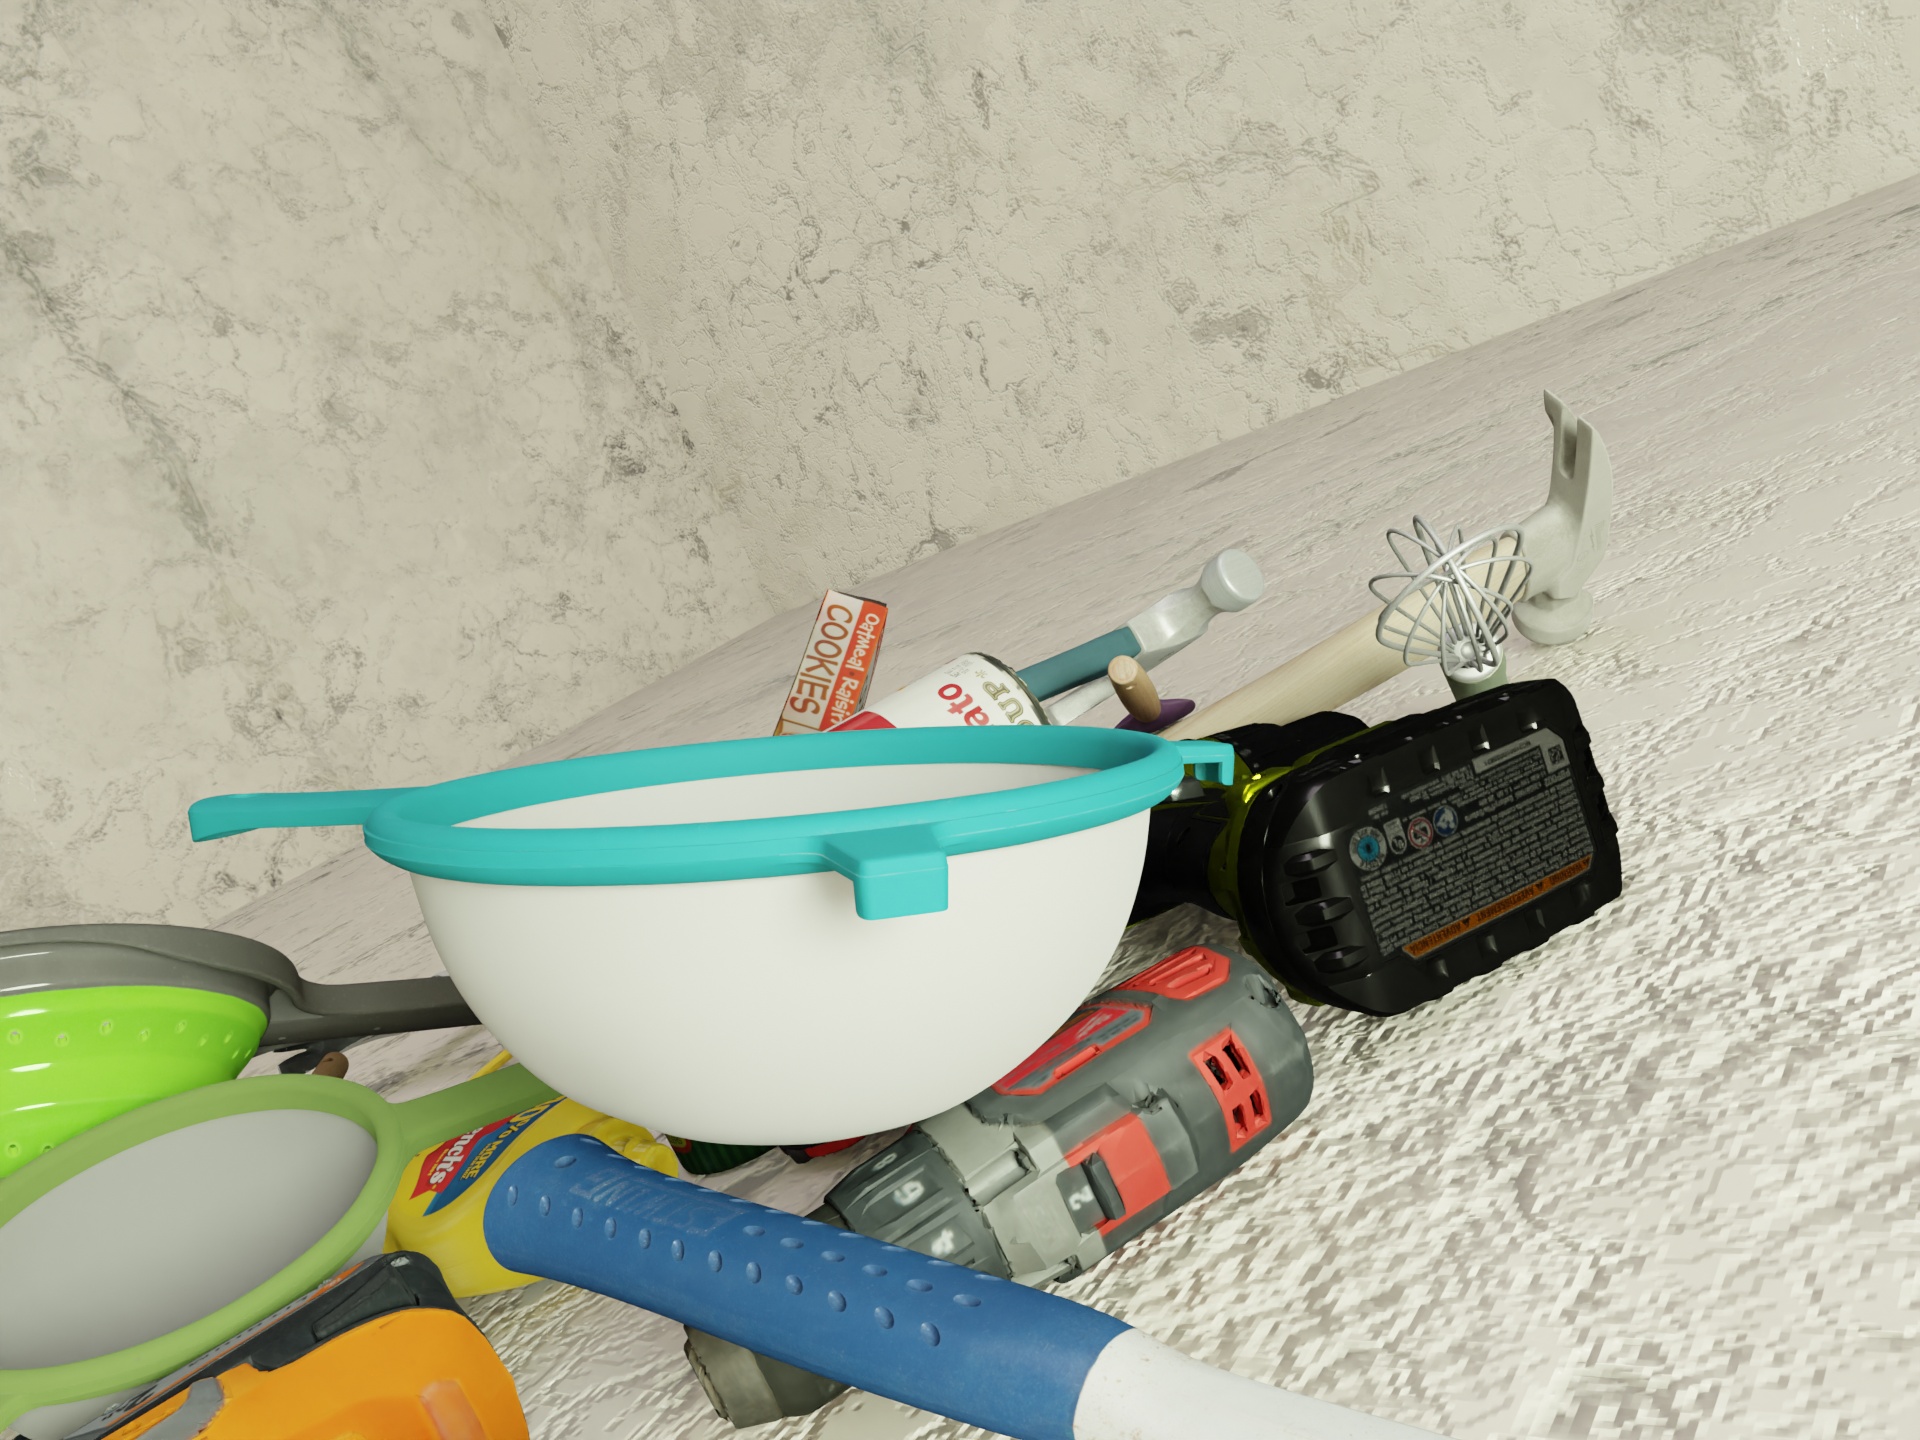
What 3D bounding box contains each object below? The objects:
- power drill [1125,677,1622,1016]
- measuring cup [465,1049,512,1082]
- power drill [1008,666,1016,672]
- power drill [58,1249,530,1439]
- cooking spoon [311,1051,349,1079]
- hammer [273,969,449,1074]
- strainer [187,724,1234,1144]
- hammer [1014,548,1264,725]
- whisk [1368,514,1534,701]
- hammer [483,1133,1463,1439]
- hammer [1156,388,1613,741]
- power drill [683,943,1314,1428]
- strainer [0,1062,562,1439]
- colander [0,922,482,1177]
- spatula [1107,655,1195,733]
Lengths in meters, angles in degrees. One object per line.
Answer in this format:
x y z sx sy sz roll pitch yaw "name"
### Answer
0.126 0.038 0.593 0.190 0.080 0.228 -21 5 -22 "power drill"
-0.216 0.173 0.889 0.156 0.029 0.062 -37 8 -3 "measuring cup"
-0.001 0.046 0.869 0.143 0.078 0.220 -24 13 9 "power drill"
-0.126 0.200 0.358 0.164 0.084 0.226 -27 14 -27 "power drill"
-0.312 0.215 0.687 0.068 0.017 0.319 -11 14 -4 "cooking spoon"
-0.222 0.125 0.864 0.409 0.036 0.149 -24 -5 36 "hammer"
-0.100 0.060 0.456 0.340 0.095 0.211 -3 5 28 "strainer"
-0.001 -0.002 0.732 0.331 0.033 0.128 -23 -10 -39 "hammer"
0.197 -0.029 0.616 0.059 0.058 0.246 -38 -21 11 "whisk"
0.033 0.128 0.291 0.405 0.035 0.144 -2 24 43 "hammer"
0.118 0.001 0.723 0.410 0.146 0.038 -30 52 -6 "hammer"
-0.018 0.123 0.511 0.188 0.080 0.227 -28 13 -18 "power drill"
-0.204 0.169 0.538 0.256 0.069 0.152 -18 22 -26 "strainer"
-0.301 0.162 0.674 0.396 0.095 0.204 3 -30 -43 "colander"
0.094 -0.008 0.834 0.060 0.018 0.316 -24 -8 6 "spatula"
